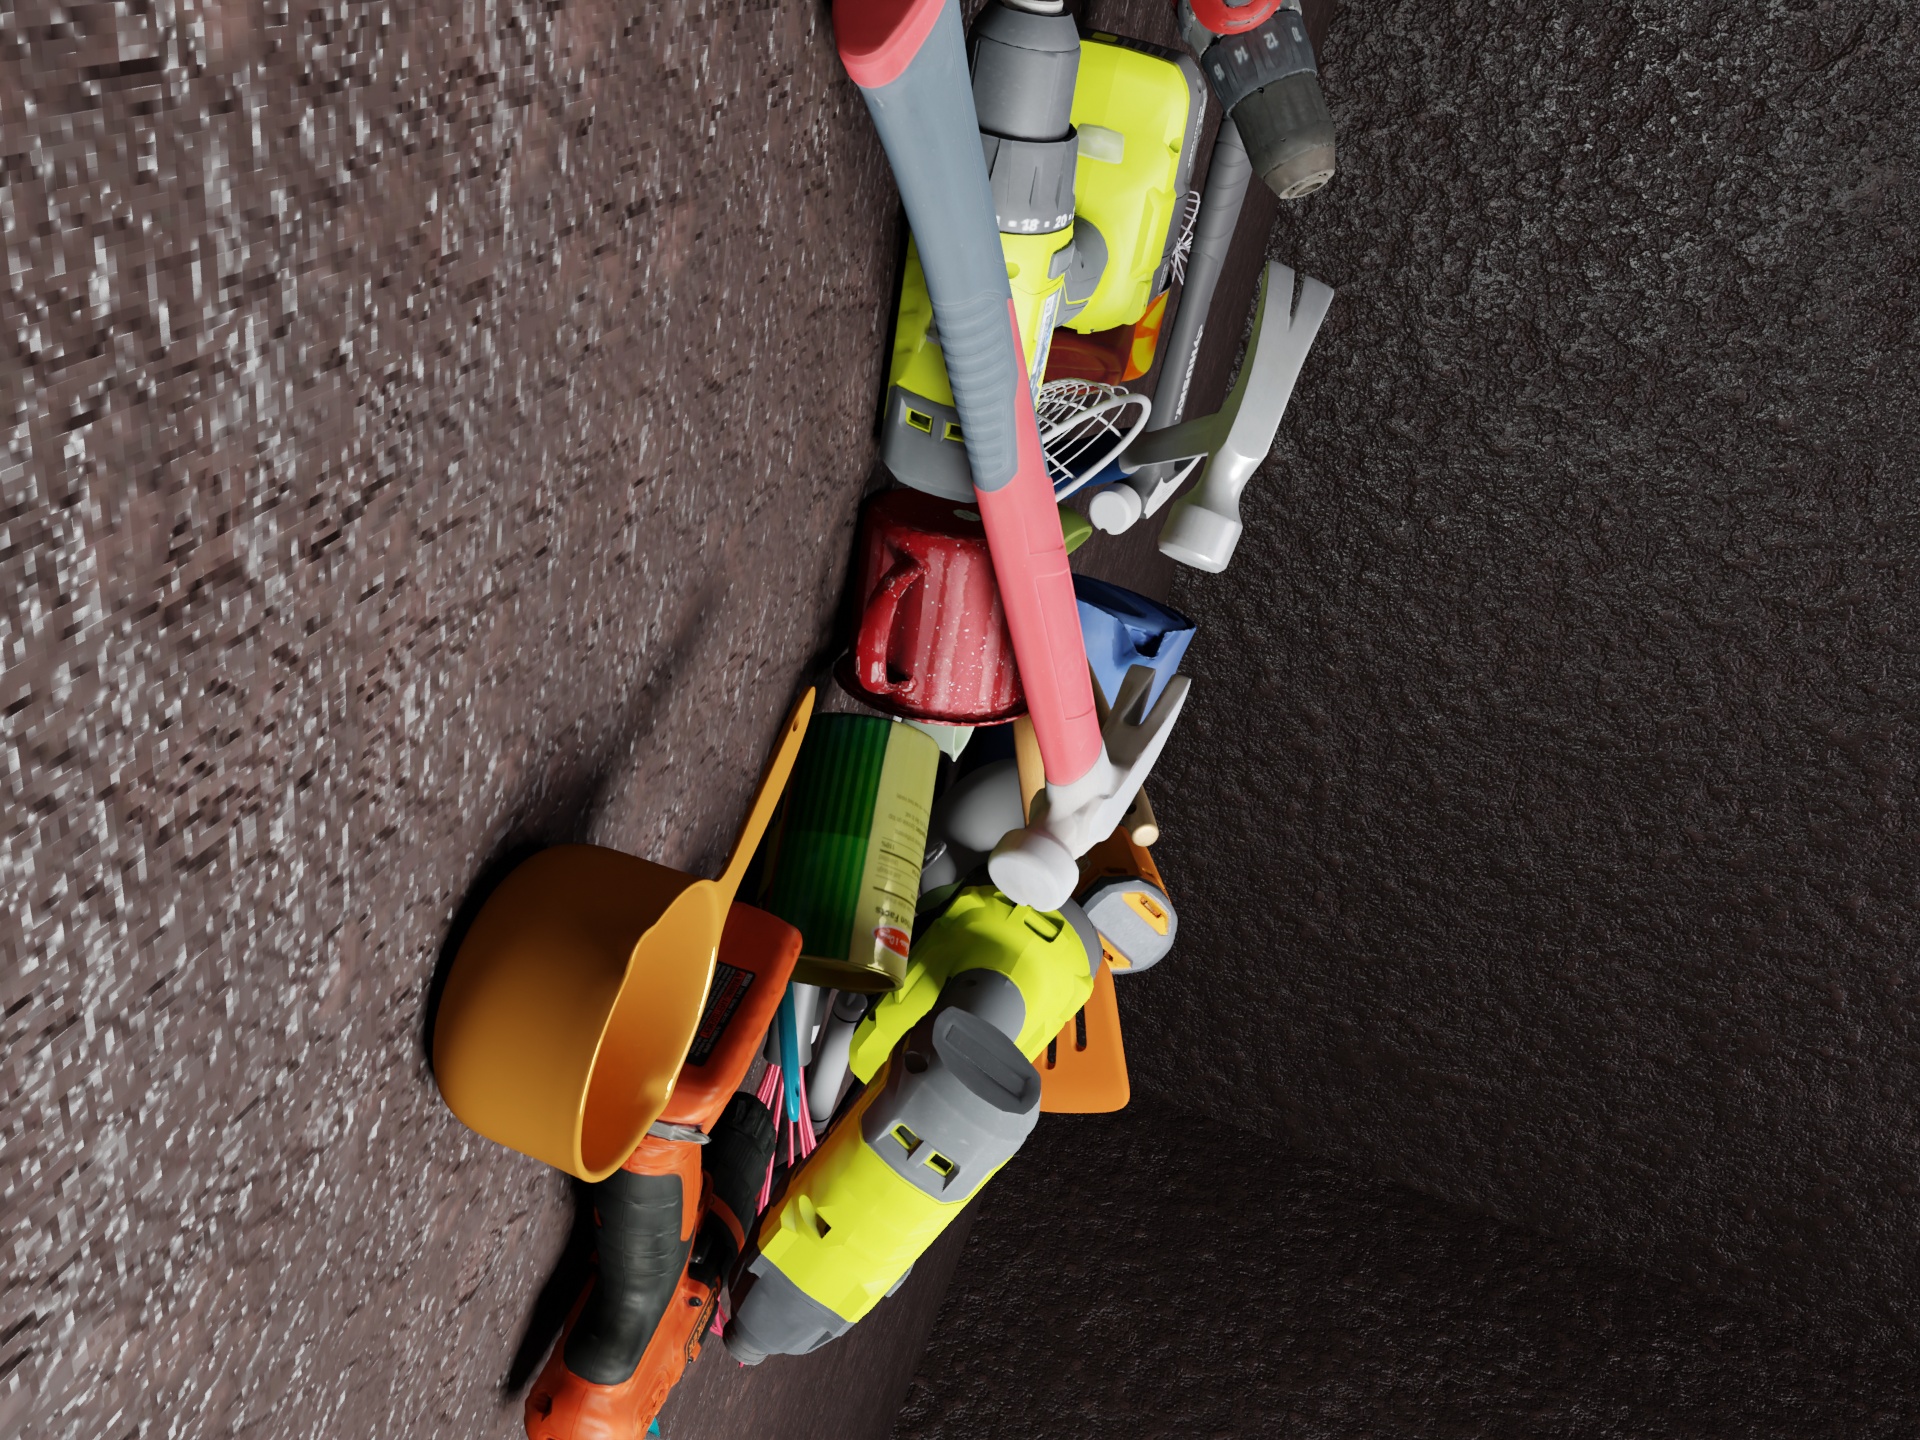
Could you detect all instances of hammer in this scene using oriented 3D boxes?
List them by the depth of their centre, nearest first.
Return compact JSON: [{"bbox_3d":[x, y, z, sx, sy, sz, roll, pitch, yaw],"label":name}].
[{"bbox_3d":[0.027,-0.099,0.599,0.143,0.038,0.385,-54,145,-33],"label":"hammer"},{"bbox_3d":[0.104,-0.158,0.901,0.405,0.035,0.144,-143,-104,-80],"label":"hammer"},{"bbox_3d":[0.162,-0.293,1.056,0.146,0.035,0.334,-42,151,-49],"label":"hammer"}]

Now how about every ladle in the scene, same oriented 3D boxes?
[{"bbox_3d":[0.063,-0.030,0.854,0.062,0.078,0.320,50,13,-34],"label":"ladle"}]

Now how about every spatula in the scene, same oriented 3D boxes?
[{"bbox_3d":[0.034,0.034,0.766,0.041,0.081,0.322,-37,124,-63],"label":"spatula"}]

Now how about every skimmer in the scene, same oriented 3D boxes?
[{"bbox_3d":[-0.001,-0.003,0.805,0.127,0.090,0.363,25,83,-81],"label":"skimmer"}]

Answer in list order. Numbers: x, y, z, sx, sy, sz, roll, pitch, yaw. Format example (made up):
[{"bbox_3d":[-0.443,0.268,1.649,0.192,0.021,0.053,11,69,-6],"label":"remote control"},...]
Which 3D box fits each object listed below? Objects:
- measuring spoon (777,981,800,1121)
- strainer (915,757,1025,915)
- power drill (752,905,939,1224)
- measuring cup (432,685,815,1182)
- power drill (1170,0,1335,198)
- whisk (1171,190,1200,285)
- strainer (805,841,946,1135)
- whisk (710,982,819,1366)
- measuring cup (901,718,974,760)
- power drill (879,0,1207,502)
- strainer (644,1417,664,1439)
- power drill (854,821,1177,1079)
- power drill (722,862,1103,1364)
[{"bbox_3d":[-0.068,0.110,0.697,0.042,0.021,0.129,38,48,-81],"label":"measuring spoon"},{"bbox_3d":[0.002,0.077,1.026,0.151,0.069,0.256,-41,173,15],"label":"strainer"},{"bbox_3d":[-0.033,0.200,0.882,0.219,0.078,0.143,-62,165,6],"label":"power drill"},{"bbox_3d":[-0.095,0.047,0.472,0.095,0.052,0.174,96,13,-51],"label":"measuring cup"},{"bbox_3d":[0.123,-0.343,0.708,0.226,0.080,0.188,-24,93,-78],"label":"power drill"},{"bbox_3d":[0.118,-0.333,1.023,0.284,0.070,0.070,-13,120,-73],"label":"whisk"},{"bbox_3d":[-0.063,0.156,0.905,0.087,0.050,0.258,-54,165,-54],"label":"strainer"},{"bbox_3d":[-0.086,0.180,0.768,0.073,0.073,0.295,-42,142,-72],"label":"whisk"},{"bbox_3d":[-0.002,-0.022,0.943,0.167,0.038,0.083,1,106,-83],"label":"measuring cup"},{"bbox_3d":[0.038,-0.221,0.681,0.229,0.080,0.190,-56,161,-53],"label":"power drill"},{"bbox_3d":[-0.134,0.380,0.728,0.211,0.095,0.340,-14,122,-79],"label":"strainer"},{"bbox_3d":[0.035,0.155,1.022,0.226,0.084,0.164,-44,-165,11],"label":"power drill"},{"bbox_3d":[-0.019,0.162,0.677,0.171,0.080,0.223,-53,178,21],"label":"power drill"}]
